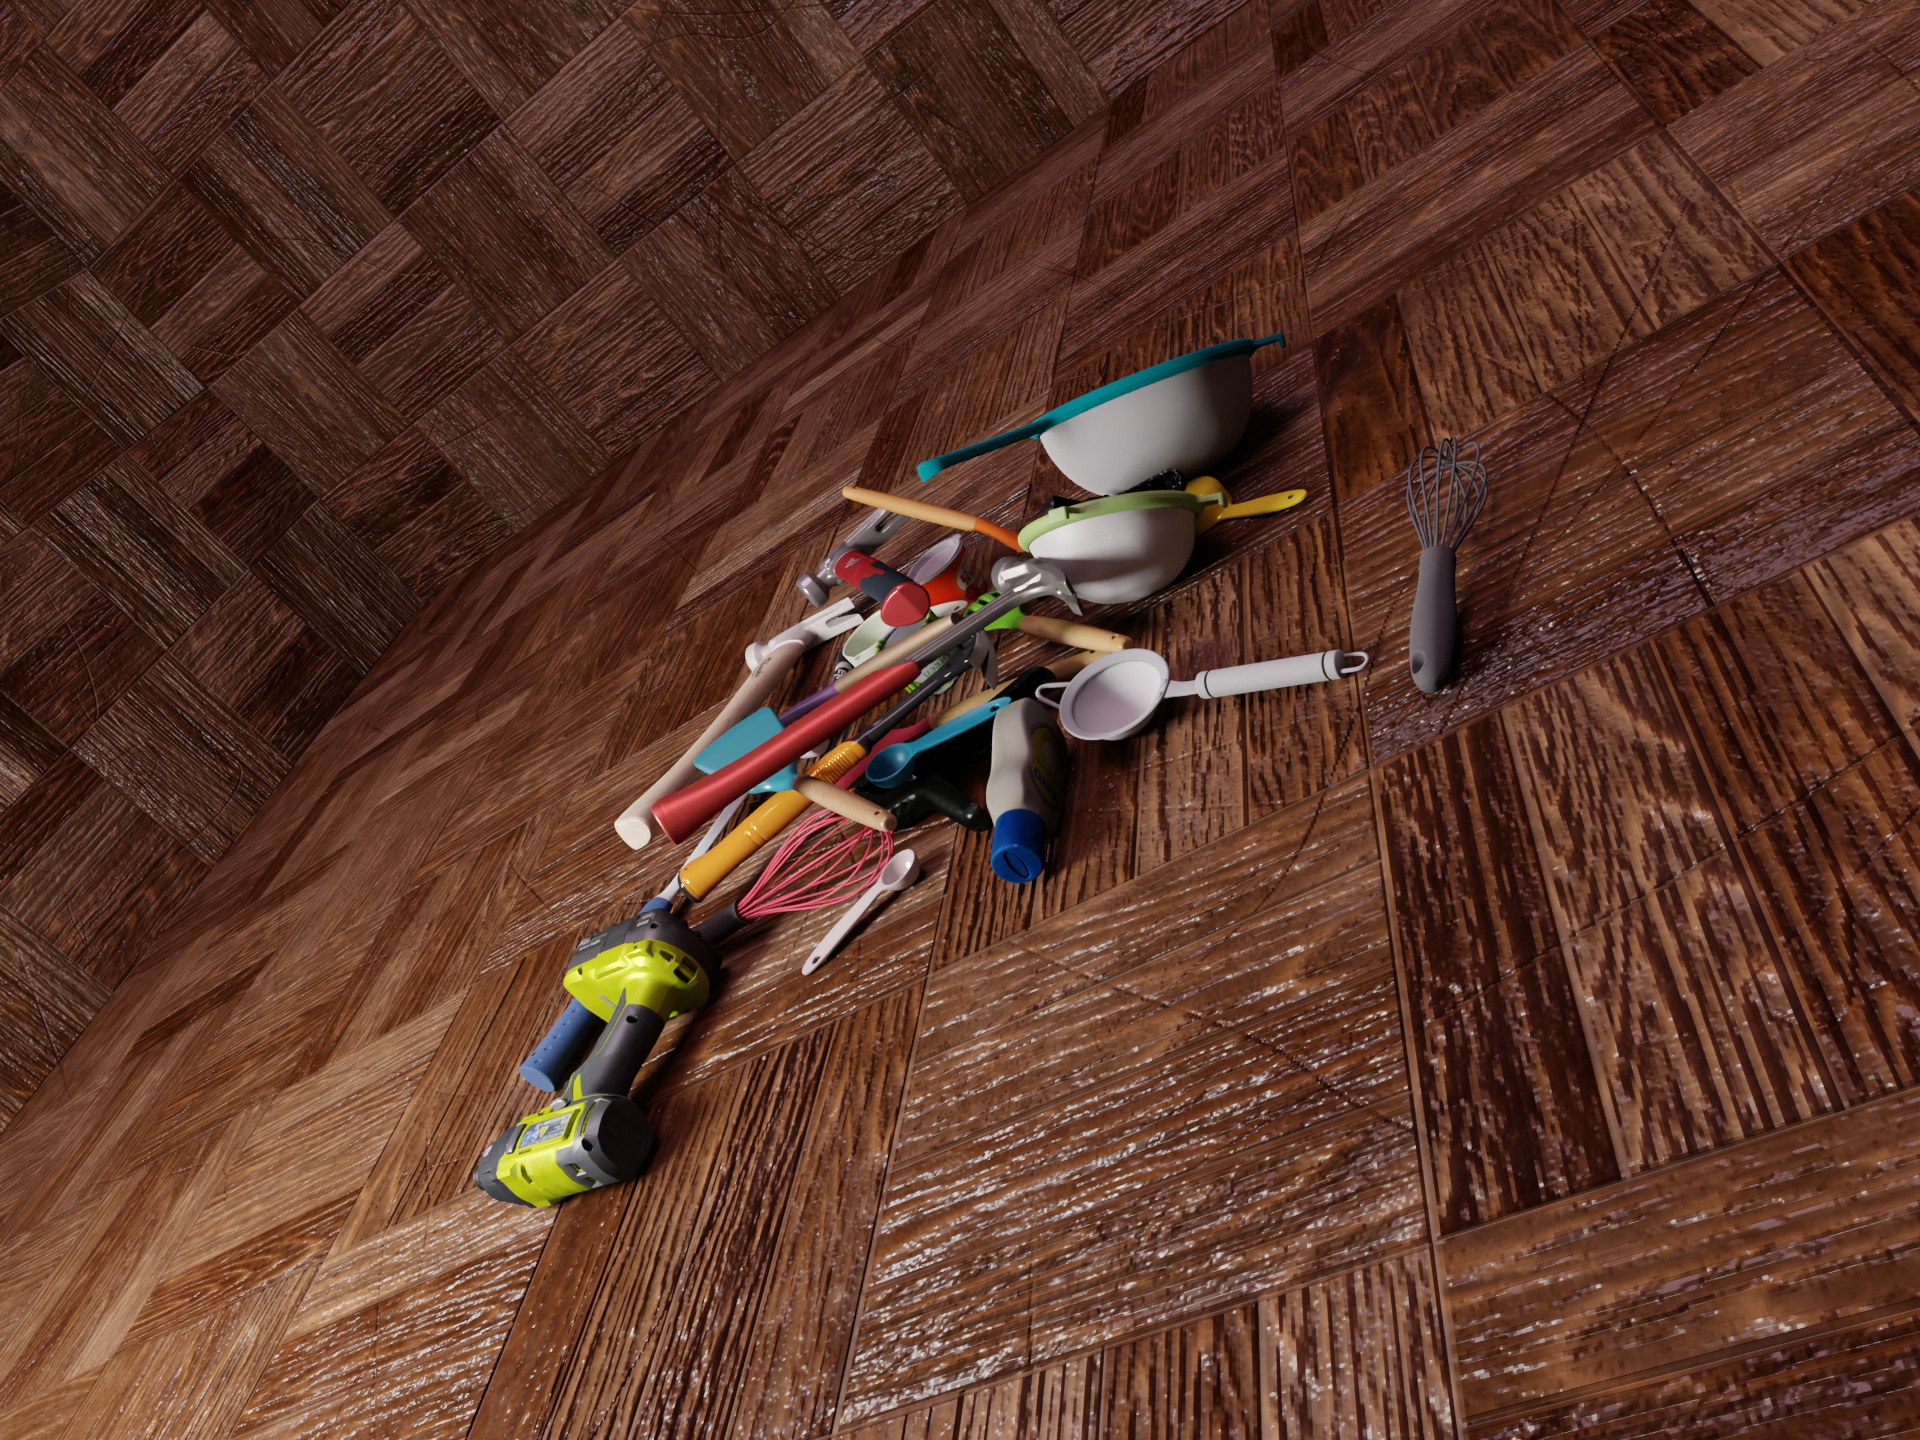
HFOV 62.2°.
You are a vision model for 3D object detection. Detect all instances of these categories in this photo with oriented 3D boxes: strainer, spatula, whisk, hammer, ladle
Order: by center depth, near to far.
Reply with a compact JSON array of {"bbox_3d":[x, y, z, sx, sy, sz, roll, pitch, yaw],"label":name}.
[{"bbox_3d":[0.308,-0.103,1.016,0.055,0.055,0.239,-22,34,37],"label":"whisk"},{"bbox_3d":[0.164,-0.021,1.095,0.258,0.050,0.087,-9,44,42],"label":"strainer"},{"bbox_3d":[-0.075,-0.015,1.219,0.359,0.036,0.149,-33,20,-6],"label":"hammer"},{"bbox_3d":[-0.121,0.045,1.233,0.082,0.044,0.318,-38,21,-17],"label":"spatula"},{"bbox_3d":[-0.160,0.145,1.275,0.296,0.073,0.073,-33,23,31],"label":"whisk"},{"bbox_3d":[0.109,-0.121,1.322,0.151,0.069,0.256,-8,-8,-19],"label":"strainer"},{"bbox_3d":[-0.105,0.042,1.323,0.337,0.034,0.127,-40,17,9],"label":"hammer"},{"bbox_3d":[-0.002,-0.004,1.337,0.315,0.031,0.069,-23,32,33],"label":"ladle"},{"bbox_3d":[0.120,-0.229,1.363,0.340,0.095,0.211,-24,5,-27],"label":"strainer"},{"bbox_3d":[-0.092,-0.039,1.425,0.060,0.018,0.316,-25,-1,-39],"label":"spatula"},{"bbox_3d":[-0.265,0.158,1.437,0.144,0.035,0.406,-13,36,47],"label":"hammer"},{"bbox_3d":[-0.073,-0.149,1.548,0.143,0.038,0.386,-43,17,-3],"label":"hammer"},{"bbox_3d":[0.000,-0.205,1.564,0.323,0.041,0.081,19,39,38],"label":"spatula"},{"bbox_3d":[-0.221,-0.002,1.571,0.146,0.038,0.411,-25,19,29],"label":"hammer"}]

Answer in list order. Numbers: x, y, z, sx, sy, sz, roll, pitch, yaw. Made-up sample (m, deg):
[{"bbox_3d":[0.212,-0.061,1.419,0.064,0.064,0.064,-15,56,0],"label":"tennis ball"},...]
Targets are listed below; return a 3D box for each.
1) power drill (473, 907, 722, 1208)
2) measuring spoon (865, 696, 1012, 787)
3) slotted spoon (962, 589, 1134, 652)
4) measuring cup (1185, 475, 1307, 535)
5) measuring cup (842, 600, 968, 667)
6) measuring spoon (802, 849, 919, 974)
[{"bbox_3d":[-0.283,0.265,1.227,0.171,0.080,0.223,-24,31,34],"label":"power drill"},{"bbox_3d":[-0.013,0.019,1.235,0.128,0.021,0.042,-27,32,7],"label":"measuring spoon"},{"bbox_3d":[0.069,-0.080,1.337,0.070,0.031,0.314,-41,21,-11],"label":"slotted spoon"},{"bbox_3d":[0.222,-0.182,1.298,0.062,0.029,0.156,-50,22,-21],"label":"measuring cup"},{"bbox_3d":[-0.044,-0.083,1.525,0.167,0.038,0.083,-12,36,45],"label":"measuring cup"},{"bbox_3d":[-0.073,0.148,1.194,0.124,0.018,0.034,-47,25,2],"label":"measuring spoon"}]
